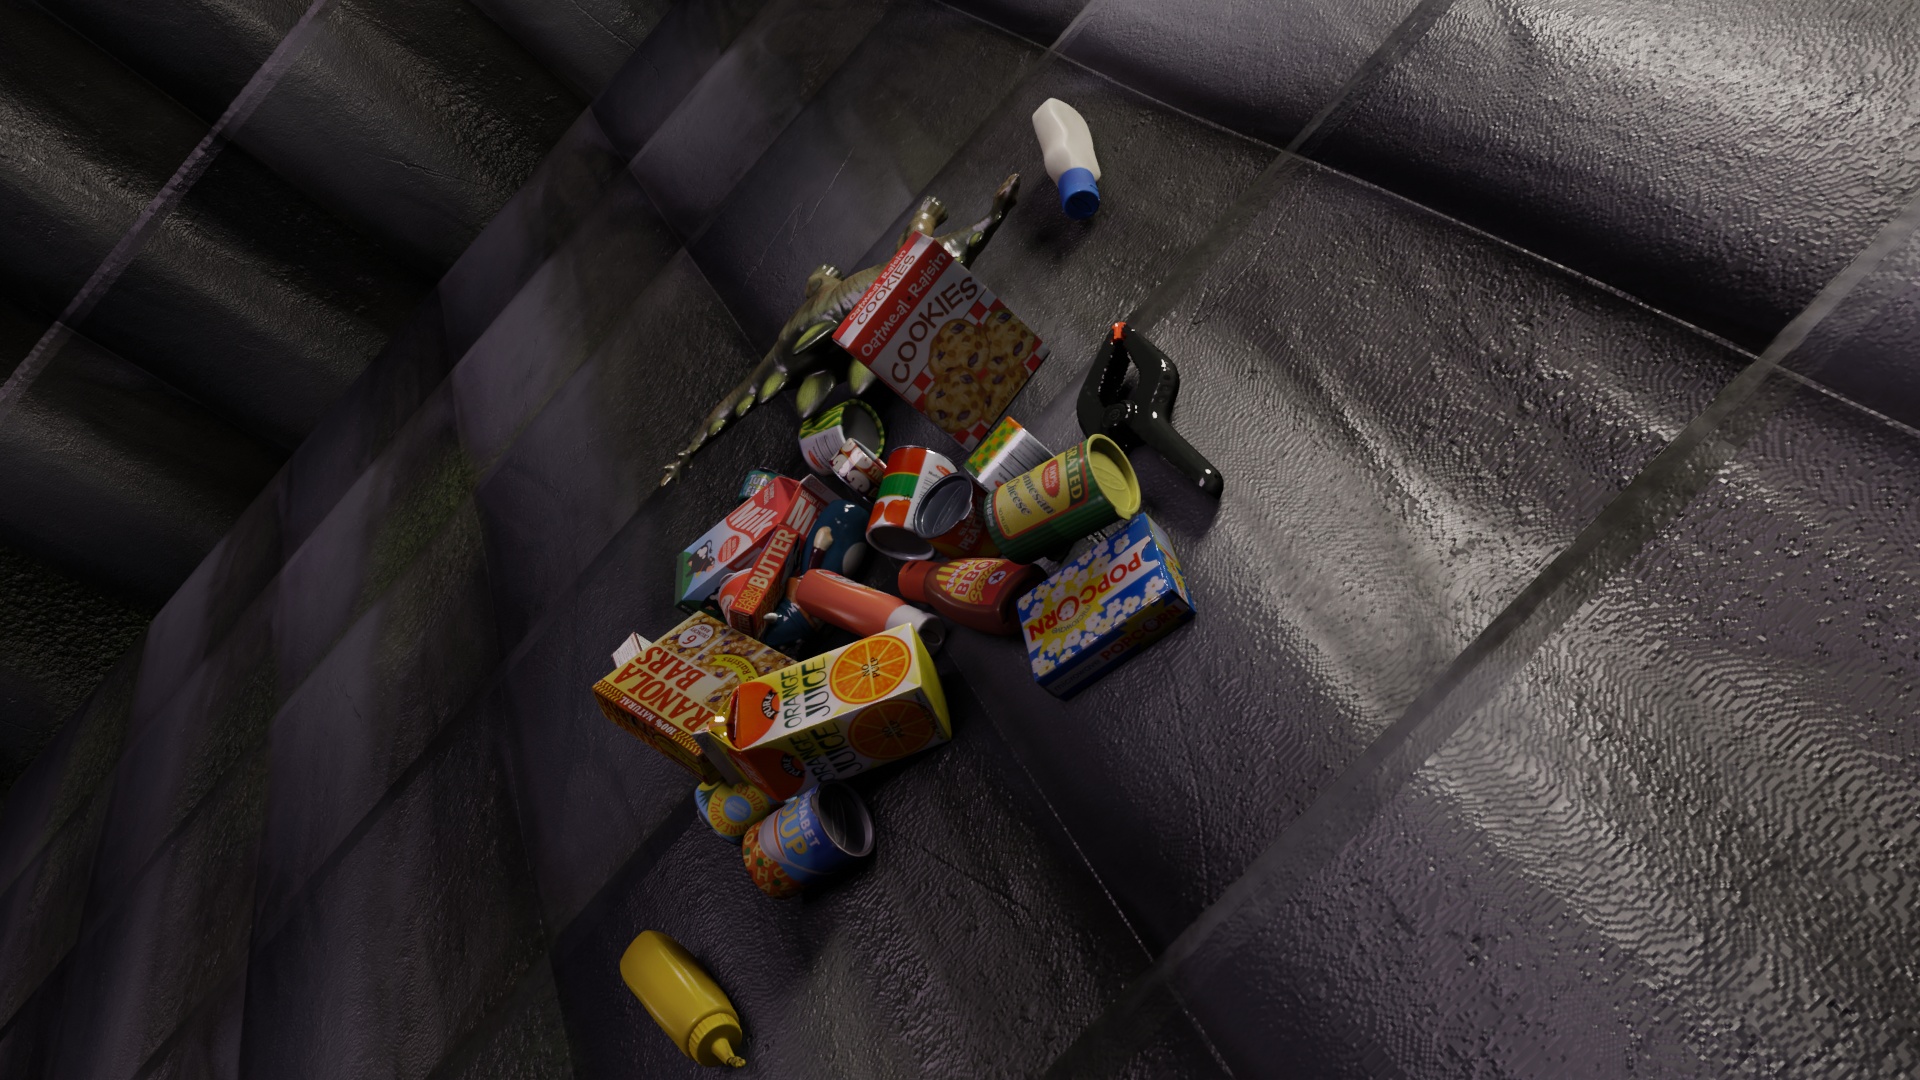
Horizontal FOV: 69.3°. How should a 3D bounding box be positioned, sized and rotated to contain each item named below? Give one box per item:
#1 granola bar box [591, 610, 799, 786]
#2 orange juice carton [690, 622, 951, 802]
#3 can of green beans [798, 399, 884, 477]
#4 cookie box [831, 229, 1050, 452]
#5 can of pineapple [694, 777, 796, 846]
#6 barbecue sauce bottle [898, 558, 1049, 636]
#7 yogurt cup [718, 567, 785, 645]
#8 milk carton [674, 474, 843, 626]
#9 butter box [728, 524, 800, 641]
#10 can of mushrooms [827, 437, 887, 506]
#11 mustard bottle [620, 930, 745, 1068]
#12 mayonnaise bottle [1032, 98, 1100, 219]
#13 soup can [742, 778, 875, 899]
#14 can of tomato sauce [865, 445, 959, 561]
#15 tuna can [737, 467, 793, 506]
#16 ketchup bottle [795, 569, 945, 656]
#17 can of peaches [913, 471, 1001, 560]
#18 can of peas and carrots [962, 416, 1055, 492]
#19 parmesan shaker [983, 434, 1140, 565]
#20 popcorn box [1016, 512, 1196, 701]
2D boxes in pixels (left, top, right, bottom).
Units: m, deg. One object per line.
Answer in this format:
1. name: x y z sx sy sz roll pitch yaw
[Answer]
1. granola bar box: -0.221 0.133 1.201 0.166 0.039 0.125 21 47 42
2. orange juice carton: -0.111 0.143 1.103 0.193 0.071 0.073 -21 41 6
3. can of green beans: -0.118 -0.102 1.387 0.057 0.071 0.071 -17 48 39
4. cookie box: -0.016 -0.177 1.250 0.123 0.167 0.040 -52 34 0
5. can of pineapple: -0.181 0.215 1.174 0.057 0.071 0.071 -42 36 13
6. barbecue sauce bottle: 0.006 0.041 1.138 0.065 0.043 0.148 -45 30 -26
7. yogurt cup: -0.193 0.068 1.324 0.072 0.072 0.054 -39 45 18
8. milk carton: -0.191 0.007 1.366 0.190 0.072 0.074 -35 38 22
9. butter box: -0.178 0.040 1.273 0.024 0.052 0.104 19 54 9
10. can of mushrooms: -0.090 -0.064 1.323 0.033 0.071 0.071 -47 35 5
11. mustard bottle: -0.210 0.364 1.080 0.049 0.065 0.160 -53 39 -8
12. mayonnaise bottle: 0.109 -0.378 1.383 0.041 0.064 0.149 -39 40 31
13. soup can: -0.121 0.234 1.088 0.083 0.071 0.072 -34 39 24
14. can of tomato sauce: -0.044 -0.032 1.242 0.071 0.071 0.083 -13 51 42
15. tuna can: -0.192 -0.044 1.414 0.071 0.071 0.033 -5 58 46
16. ketchup bottle: -0.075 0.064 1.199 0.149 0.064 0.043 18 83 44
17. can of peaches: 0.004 -0.015 1.180 0.071 0.058 0.071 -29 41 28
18. can of peas and carrots: 0.045 -0.063 1.171 0.058 0.071 0.071 -48 35 4
19. parmesan shaker: 0.076 -0.027 1.056 0.103 0.071 0.072 -28 42 31
20. popcorn box: 0.105 0.049 1.027 0.126 0.038 0.085 -36 37 21
